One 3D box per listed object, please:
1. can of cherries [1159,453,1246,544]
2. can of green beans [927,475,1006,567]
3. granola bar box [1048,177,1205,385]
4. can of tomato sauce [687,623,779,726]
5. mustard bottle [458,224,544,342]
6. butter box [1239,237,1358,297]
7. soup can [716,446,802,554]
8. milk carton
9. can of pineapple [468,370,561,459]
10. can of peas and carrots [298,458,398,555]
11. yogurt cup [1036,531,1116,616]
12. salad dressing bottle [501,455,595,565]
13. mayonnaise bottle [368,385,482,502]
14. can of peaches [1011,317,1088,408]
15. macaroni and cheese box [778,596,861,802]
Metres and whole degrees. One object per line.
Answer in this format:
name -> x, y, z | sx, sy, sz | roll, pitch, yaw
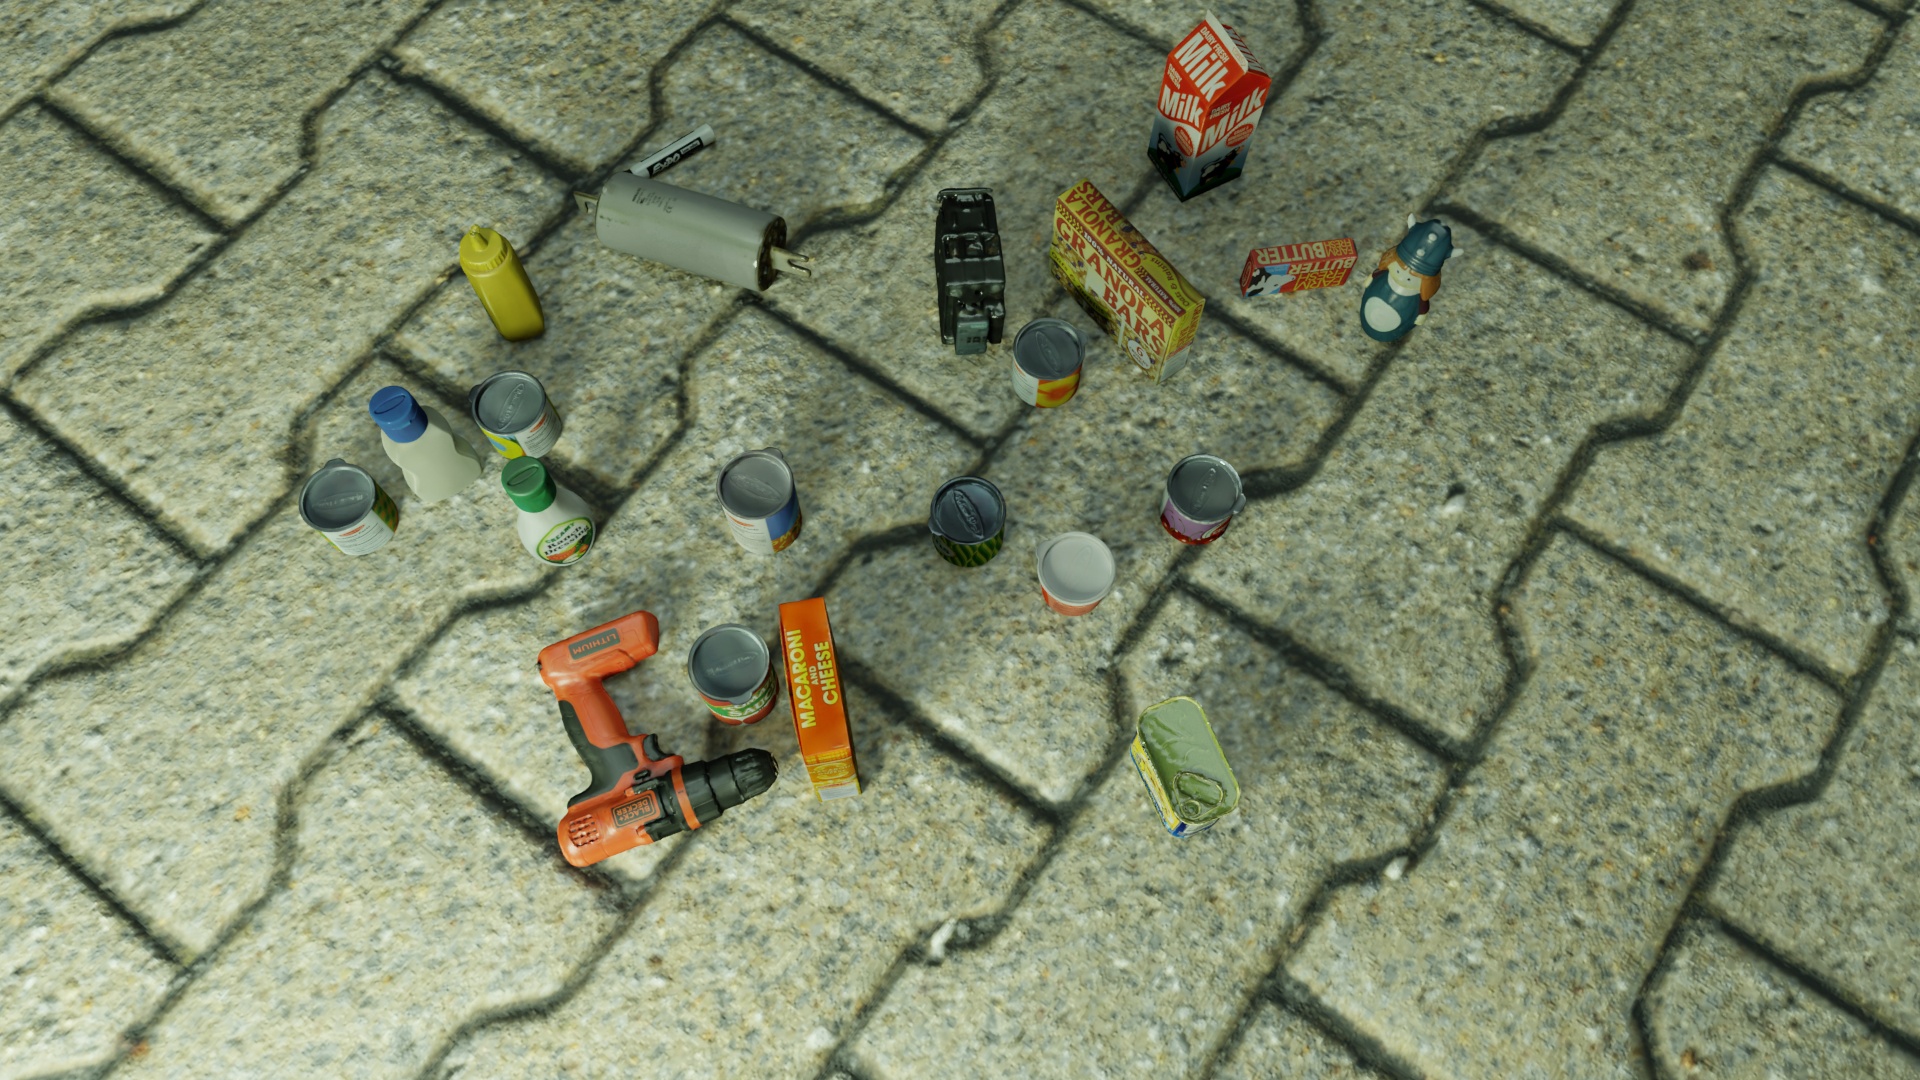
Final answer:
can of cherries -> 0.216, -0.034, 1.242 | 0.071, 0.058, 0.072 | 0, 68, 0
can of green beans -> 0.007, -0.016, 1.232 | 0.071, 0.057, 0.071 | 0, 68, 0
granola bar box -> 0.150, -0.238, 1.290 | 0.039, 0.123, 0.166 | -36, 72, -14
can of tomato sauce -> -0.187, 0.115, 1.162 | 0.071, 0.082, 0.071 | 0, 68, 0
mustard bottle -> -0.423, -0.242, 1.267 | 0.049, 0.159, 0.065 | -23, 70, -9
butter box -> 0.326, -0.263, 1.341 | 0.103, 0.053, 0.024 | -8, 68, -4
soup can -> -0.174, -0.035, 1.224 | 0.071, 0.083, 0.071 | 0, 68, 0
milk carton -> 0.239, -0.417, 1.330 | 0.073, 0.189, 0.072 | -26, 70, -11
can of pineapple -> -0.406, -0.114, 1.269 | 0.071, 0.057, 0.071 | 0, 68, 0
can of peas and carrots -> -0.542, -0.029, 1.231 | 0.071, 0.058, 0.071 | 0, 68, 0
yogurt cup -> 0.100, 0.033, 1.215 | 0.072, 0.053, 0.072 | 0, 68, 0
salad dressing bottle -> -0.353, -0.025, 1.184 | 0.064, 0.147, 0.044 | -34, 72, -13
mayonnaise bottle -> -0.468, -0.085, 1.207 | 0.065, 0.147, 0.041 | -33, 72, -13
can of peaches -> 0.083, -0.165, 1.295 | 0.071, 0.058, 0.071 | 0, 68, 0
macaroni and cheese box -> -0.112, 0.131, 1.111 | 0.040, 0.165, 0.124 | -11, 68, -5
